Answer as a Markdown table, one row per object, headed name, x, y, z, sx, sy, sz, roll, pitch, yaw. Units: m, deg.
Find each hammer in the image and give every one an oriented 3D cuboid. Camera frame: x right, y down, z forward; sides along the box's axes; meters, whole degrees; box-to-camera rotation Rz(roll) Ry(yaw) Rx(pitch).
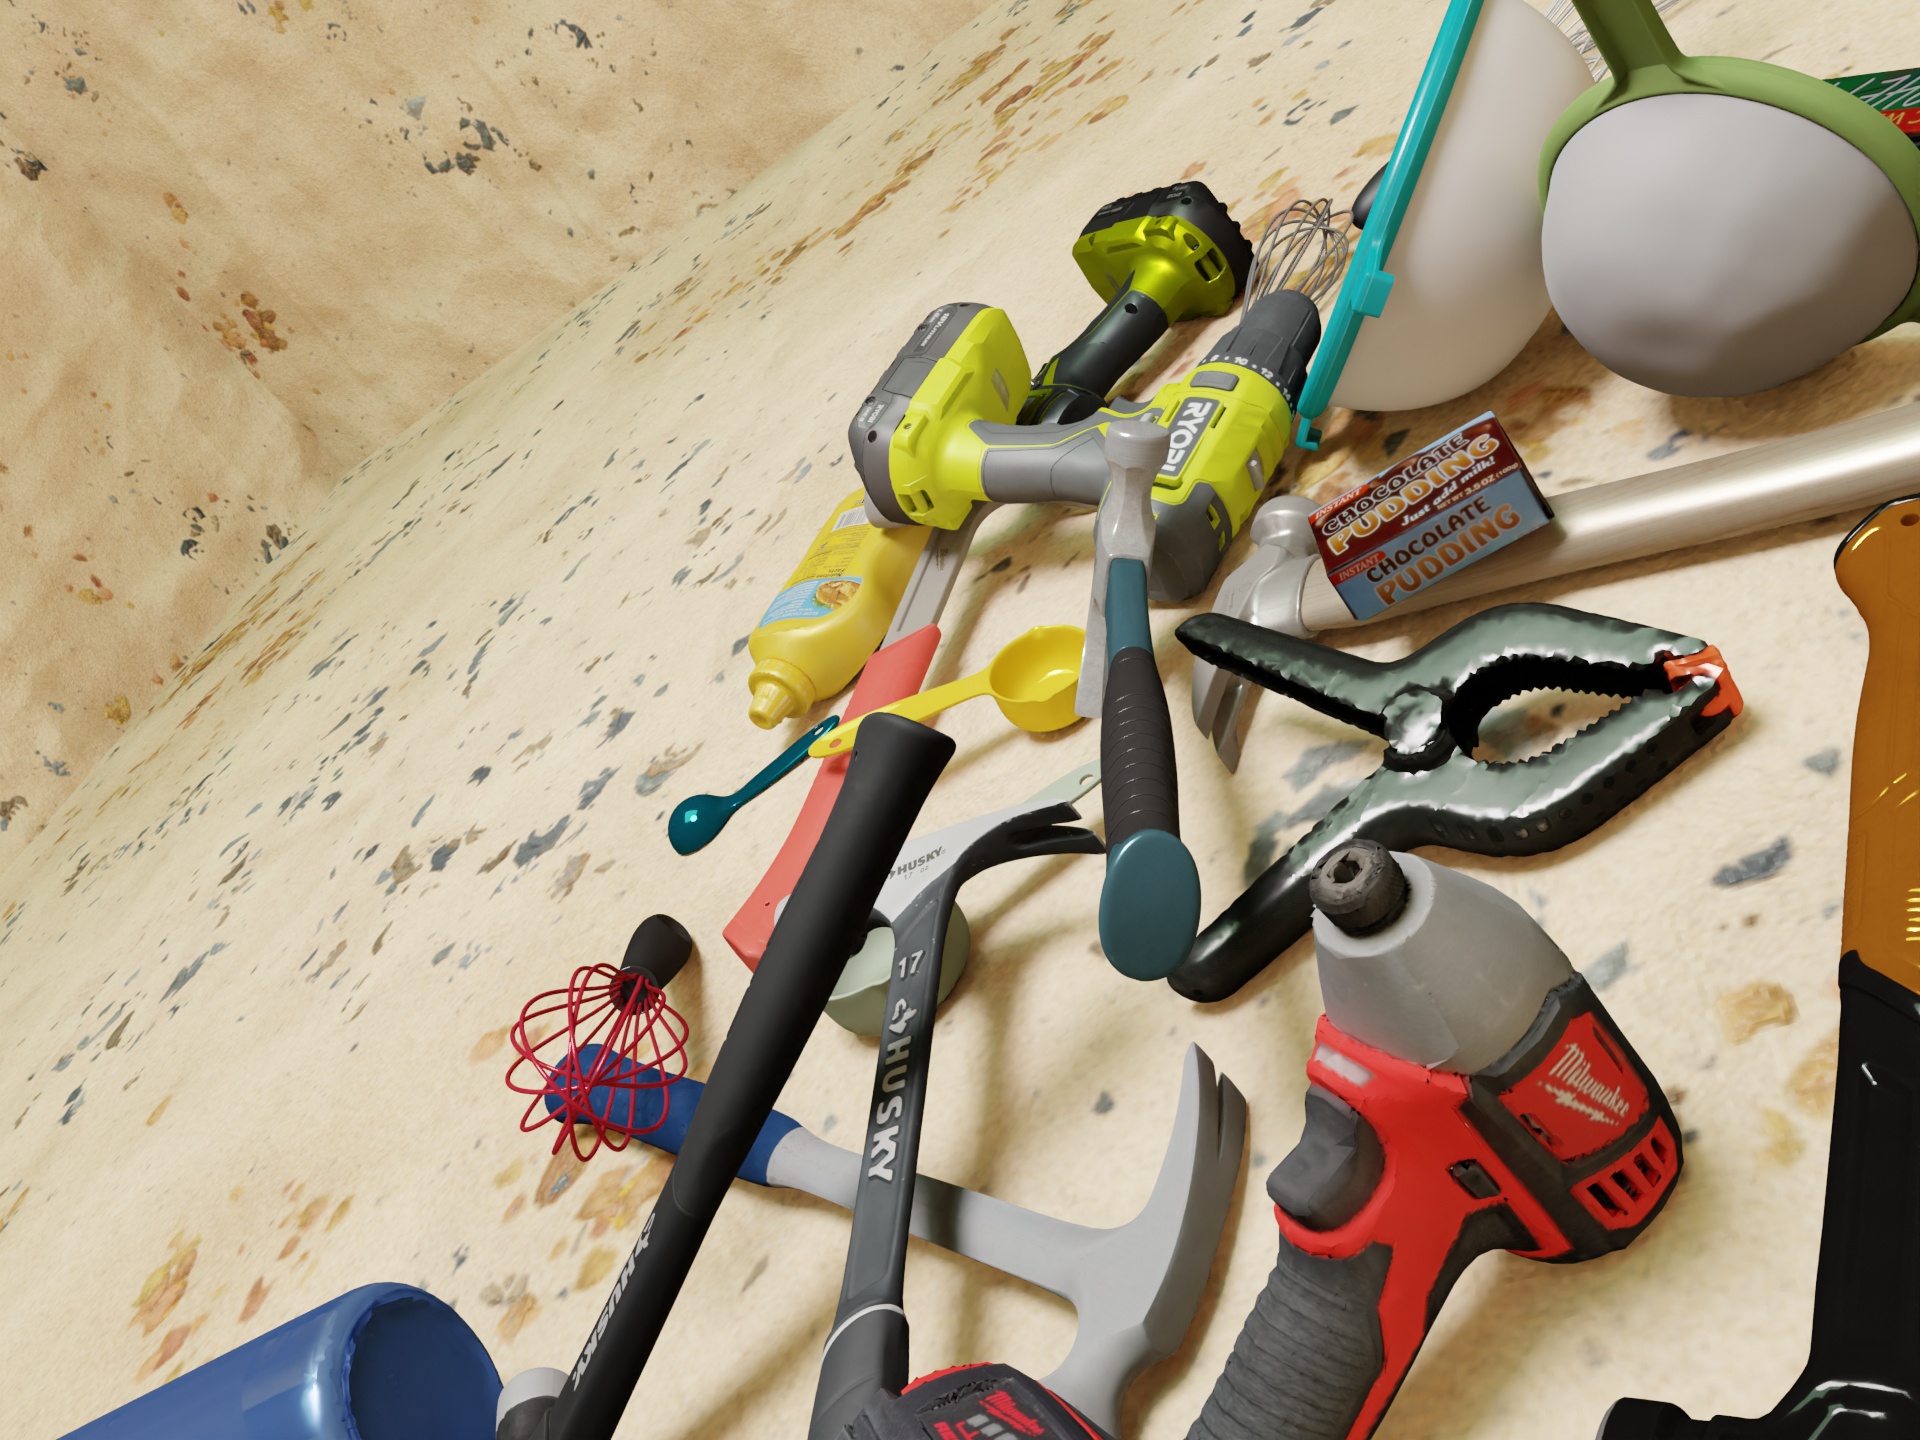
| name | x | y | z | sx | sy | sz | roll | pitch | yaw |
| --- | --- | --- | --- | --- | --- | --- | --- | --- | --- |
| hammer | -0.023 | 0.177 | 0.500 | 0.149 | 0.036 | 0.409 | -28 | 31 | 24 |
| hammer | 0.253 | 0.054 | 0.411 | 0.127 | 0.034 | 0.337 | -14 | 37 | 43 |
| hammer | -0.058 | 0.171 | 0.631 | 0.406 | 0.035 | 0.144 | -1 | 46 | 51 |
| hammer | 0.269 | -0.074 | 0.583 | 0.411 | 0.038 | 0.146 | -14 | 38 | 41 |
| hammer | -0.032 | -0.013 | 0.855 | 0.149 | 0.036 | 0.359 | 1 | 49 | 24 |
| hammer | -0.084 | 0.150 | 0.542 | 0.335 | 0.035 | 0.146 | -64 | 18 | 6 |
| hammer | 0.066 | -0.012 | 0.614 | 0.033 | 0.128 | 0.331 | 5 | 26 | 2 |

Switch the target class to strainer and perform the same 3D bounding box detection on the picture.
| name | x | y | z | sx | sy | sz | roll | pitch | yaw |
| --- | --- | --- | --- | --- | --- | --- | --- | --- | --- |
| strainer | 0.244 | -0.195 | 0.568 | 0.152 | 0.256 | 0.069 | 16 | 71 | 54 |
| strainer | 0.260 | -0.286 | 0.742 | 0.211 | 0.095 | 0.340 | 64 | -132 | -80 |

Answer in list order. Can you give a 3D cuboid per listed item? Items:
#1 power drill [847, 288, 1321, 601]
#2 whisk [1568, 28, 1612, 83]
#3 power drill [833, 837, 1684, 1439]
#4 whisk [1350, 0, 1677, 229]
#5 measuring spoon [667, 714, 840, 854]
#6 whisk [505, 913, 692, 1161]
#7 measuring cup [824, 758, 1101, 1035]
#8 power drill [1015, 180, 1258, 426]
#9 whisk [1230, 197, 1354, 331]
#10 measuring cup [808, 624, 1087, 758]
| name | x | y | z | sx | sy | sz | roll | pitch | yaw |
| --- | --- | --- | --- | --- | --- | --- | --- | --- | --- |
| power drill | 0.071 | -0.166 | 0.867 | 0.229 | 0.080 | 0.191 | 15 | 62 | 34 |
| whisk | 0.306 | -0.293 | 0.867 | 0.246 | 0.058 | 0.059 | -51 | -6 | -15 |
| power drill | 0.079 | 0.138 | 0.390 | 0.220 | 0.143 | 0.079 | -48 | 30 | -10 |
| whisk | 0.347 | -0.398 | 0.956 | 0.284 | 0.070 | 0.070 | -42 | 26 | 8 |
| measuring spoon | -0.126 | 0.032 | 0.944 | 0.128 | 0.021 | 0.042 | -38 | 27 | 7 |
| whisk | -0.150 | 0.128 | 0.718 | 0.073 | 0.073 | 0.296 | -40 | 6 | 0 |
| measuring cup | 0.006 | 0.076 | 0.695 | 0.167 | 0.038 | 0.083 | -36 | 27 | 0 |
| power drill | 0.078 | -0.242 | 1.043 | 0.223 | 0.080 | 0.171 | -52 | 30 | -15 |
| whisk | 0.171 | -0.222 | 0.930 | 0.055 | 0.055 | 0.239 | -2 | 50 | 51 |
| measuring cup | -0.001 | -0.003 | 0.798 | 0.156 | 0.029 | 0.062 | -20 | 36 | 13 |
